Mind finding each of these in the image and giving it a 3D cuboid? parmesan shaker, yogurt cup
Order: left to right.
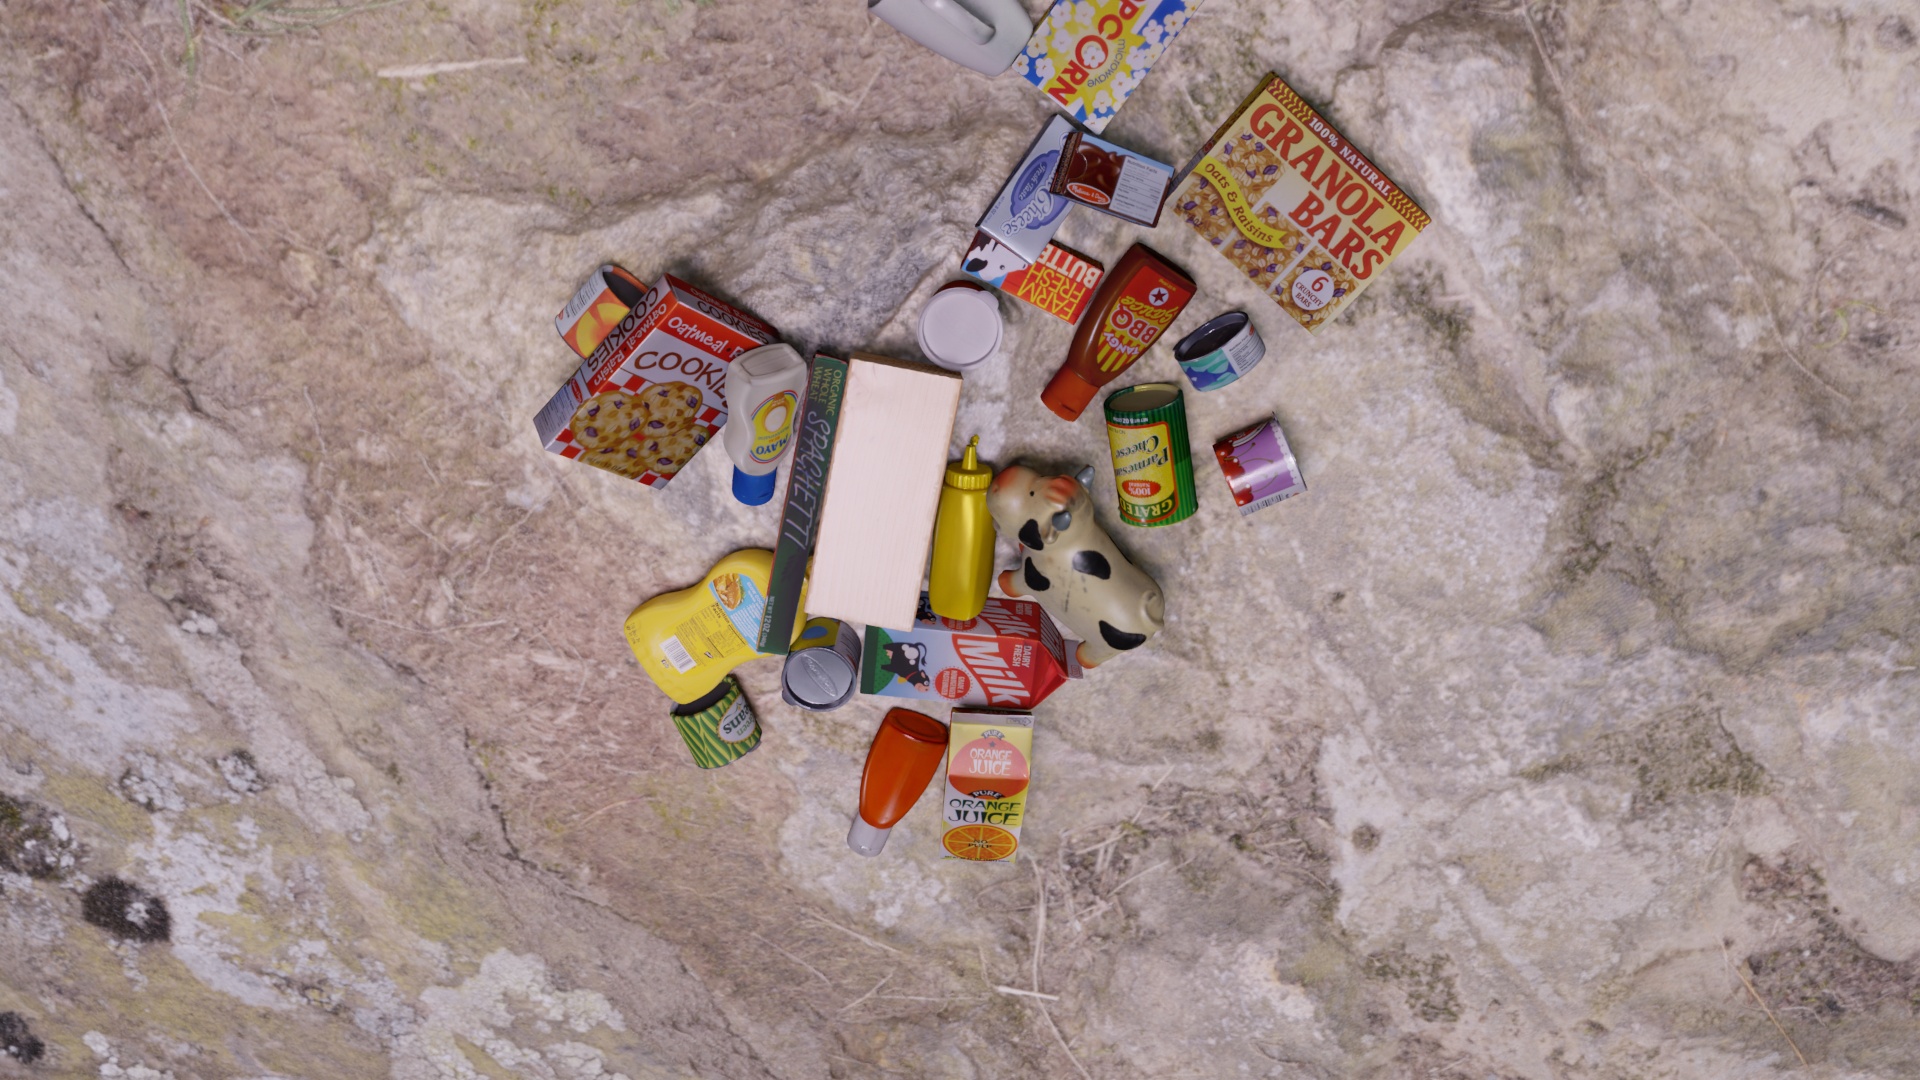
[{"bbox_3d":[0.000,-0.174,1.105,0.072,0.054,0.072,1,115,1],"label":"yogurt cup"},{"bbox_3d":[0.154,-0.070,1.145,0.071,0.071,0.102,-10,114,6],"label":"parmesan shaker"}]

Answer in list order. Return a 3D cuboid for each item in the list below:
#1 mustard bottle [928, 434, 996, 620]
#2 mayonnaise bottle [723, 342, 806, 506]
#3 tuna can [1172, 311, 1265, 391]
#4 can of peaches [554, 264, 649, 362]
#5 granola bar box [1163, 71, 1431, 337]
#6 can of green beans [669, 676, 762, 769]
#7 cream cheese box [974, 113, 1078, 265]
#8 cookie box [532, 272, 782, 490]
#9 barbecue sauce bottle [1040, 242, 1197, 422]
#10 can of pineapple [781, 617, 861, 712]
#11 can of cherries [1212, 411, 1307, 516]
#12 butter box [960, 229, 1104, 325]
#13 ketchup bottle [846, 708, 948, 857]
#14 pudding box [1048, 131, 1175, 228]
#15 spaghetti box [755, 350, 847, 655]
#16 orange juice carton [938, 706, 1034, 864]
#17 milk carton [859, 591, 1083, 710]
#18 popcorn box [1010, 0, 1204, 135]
[{"bbox_3d":[0.004,-0.015,1.176,0.049,0.065,0.159,11,111,16],"label":"mustard bottle"},{"bbox_3d":[-0.163,-0.090,1.130,0.065,0.041,0.147,-26,149,-32],"label":"mayonnaise bottle"},{"bbox_3d":[0.205,-0.150,1.108,0.071,0.071,0.032,-30,112,14],"label":"tuna can"},{"bbox_3d":[-0.276,-0.175,1.105,0.071,0.071,0.058,41,109,-16],"label":"can of peaches"},{"bbox_3d":[0.257,-0.257,1.070,0.165,0.039,0.124,37,111,-15],"label":"granola bar box"},{"bbox_3d":[-0.222,0.164,1.260,0.071,0.071,0.057,-19,113,10],"label":"can of green beans"},{"bbox_3d":[0.062,-0.267,1.061,0.053,0.024,0.104,34,92,-14],"label":"cream cheese box"},{"bbox_3d":[-0.238,-0.123,1.108,0.167,0.040,0.123,-43,145,18],"label":"cookie box"},{"bbox_3d":[0.121,-0.163,1.113,0.065,0.044,0.148,26,114,-27],"label":"barbecue sauce bottle"},{"bbox_3d":[-0.125,0.110,1.238,0.071,0.058,0.070,1,115,1],"label":"can of pineapple"},{"bbox_3d":[0.246,-0.063,1.147,0.058,0.072,0.071,-23,112,13],"label":"can of cherries"},{"bbox_3d":[0.057,-0.217,1.101,0.103,0.024,0.053,25,114,-10],"label":"butter box"},{"bbox_3d":[-0.065,0.230,1.300,0.065,0.044,0.148,21,114,-8],"label":"ketchup bottle"},{"bbox_3d":[0.114,-0.271,1.043,0.084,0.030,0.049,14,101,-21],"label":"pudding box"},{"bbox_3d":[-0.131,-0.030,1.140,0.029,0.050,0.249,11,97,-7],"label":"spaghetti box"},{"bbox_3d":[0.022,0.209,1.235,0.072,0.073,0.191,4,138,-1],"label":"orange juice carton"},{"bbox_3d":[0.011,0.096,1.220,0.191,0.072,0.073,6,115,-2],"label":"milk carton"},{"bbox_3d":[0.107,-0.375,1.019,0.085,0.038,0.126,35,111,-14],"label":"popcorn box"}]
